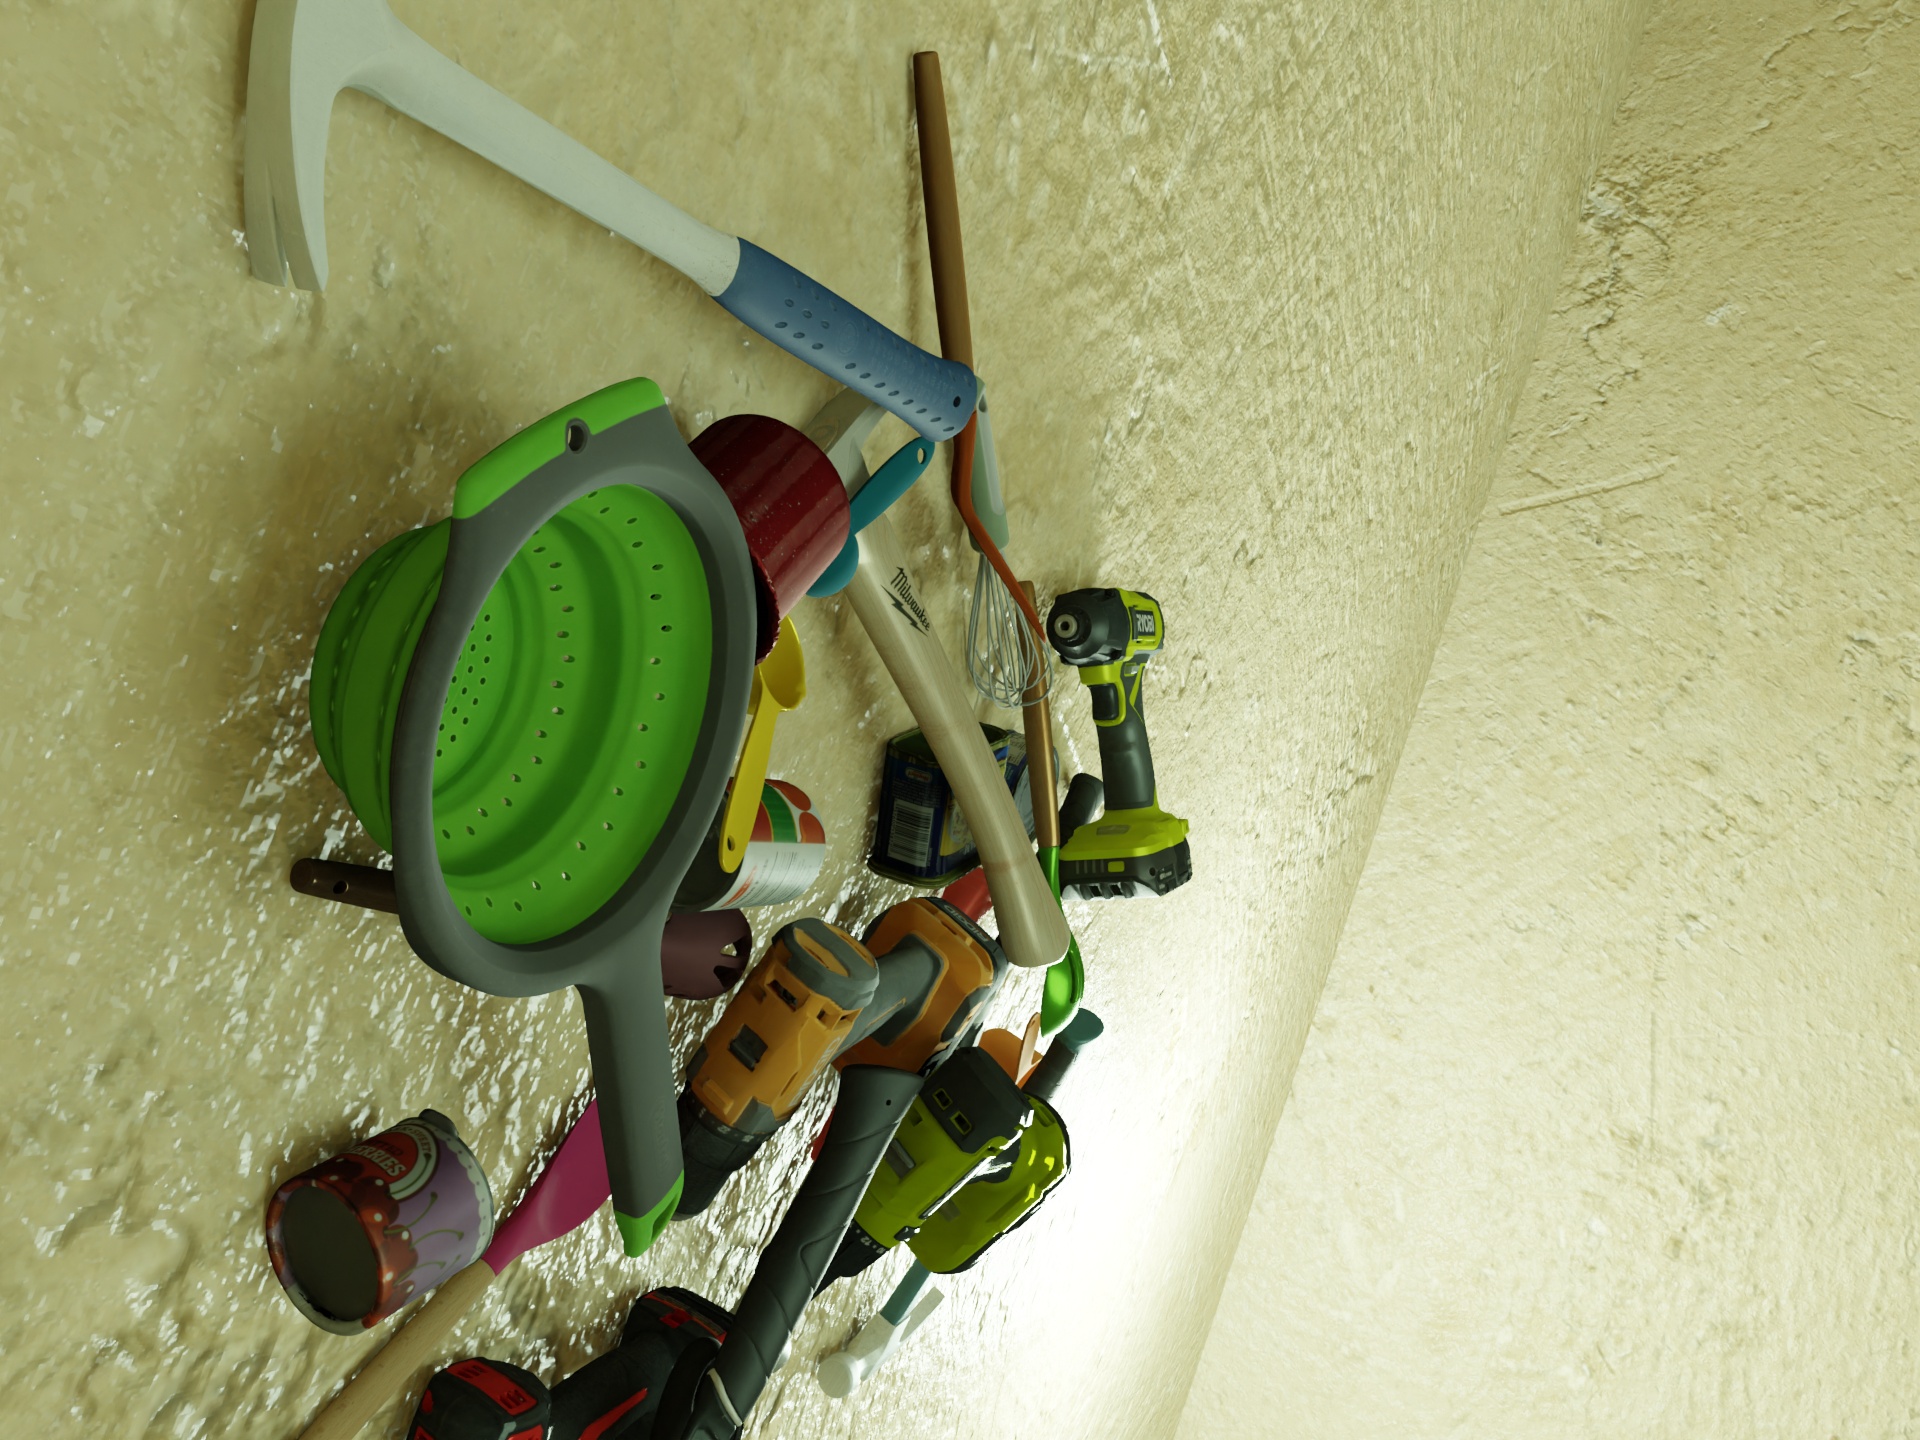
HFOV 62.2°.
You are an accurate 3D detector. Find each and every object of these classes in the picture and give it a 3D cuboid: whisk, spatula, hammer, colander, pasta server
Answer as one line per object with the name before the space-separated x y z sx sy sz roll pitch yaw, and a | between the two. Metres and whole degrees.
whisk | 0.020 -0.104 0.990 0.058 0.059 0.246 -66 154 -45
whisk | -0.170 0.453 0.780 0.073 0.073 0.296 42 64 -64
spatula | 0.008 -0.194 0.870 0.081 0.041 0.322 -112 -167 -60
hammer | -0.070 0.247 1.050 0.359 0.037 0.149 -61 154 -23
colander | -0.168 0.059 0.627 0.204 0.094 0.396 -48 147 -50
hammer | -0.120 0.352 0.774 0.149 0.036 0.409 38 65 -22
hammer | -0.104 -0.180 0.636 0.405 0.035 0.144 15 93 -61
hammer | 0.046 0.146 1.178 0.335 0.035 0.146 -56 165 -51
hammer | -0.001 -0.003 0.922 0.146 0.038 0.410 -57 139 -33
hammer | 0.008 0.357 1.195 0.331 0.033 0.128 -58 161 9
pasta server | -0.180 0.091 0.719 0.316 0.040 0.060 30 79 -62

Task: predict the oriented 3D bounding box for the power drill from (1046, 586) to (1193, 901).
power drill | 0.110 0.014 1.162 0.171 0.080 0.223 -7 91 -68

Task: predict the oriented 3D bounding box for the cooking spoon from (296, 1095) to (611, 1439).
cooking spoon | -0.236 0.269 0.726 0.319 0.017 0.068 -47 145 -45

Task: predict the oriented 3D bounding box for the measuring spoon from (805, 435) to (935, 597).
measuring spoon | -0.040 -0.105 0.784 0.129 0.021 0.042 -51 137 -38

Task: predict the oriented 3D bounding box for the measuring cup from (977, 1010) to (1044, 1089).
measuring cup | 0.026 0.254 1.201 0.095 0.052 0.173 -42 156 -35

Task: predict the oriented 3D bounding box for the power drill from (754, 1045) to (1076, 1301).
power drill | -0.022 0.299 1.013 0.190 0.080 0.228 -42 156 1

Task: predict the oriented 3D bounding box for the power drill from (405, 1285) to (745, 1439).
power drill | -0.202 0.381 0.812 0.219 0.079 0.143 11 96 -63

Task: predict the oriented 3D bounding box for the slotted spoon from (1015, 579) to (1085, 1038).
slotted spoon | 0.058 0.061 1.089 0.070 0.031 0.314 -9 94 -74

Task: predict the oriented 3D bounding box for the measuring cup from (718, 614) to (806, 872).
measuring cup | -0.105 0.007 0.749 0.062 0.029 0.157 61 27 -44

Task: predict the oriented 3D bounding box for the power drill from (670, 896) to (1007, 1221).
power drill | -0.079 0.191 0.917 0.185 0.084 0.226 -57 160 14
